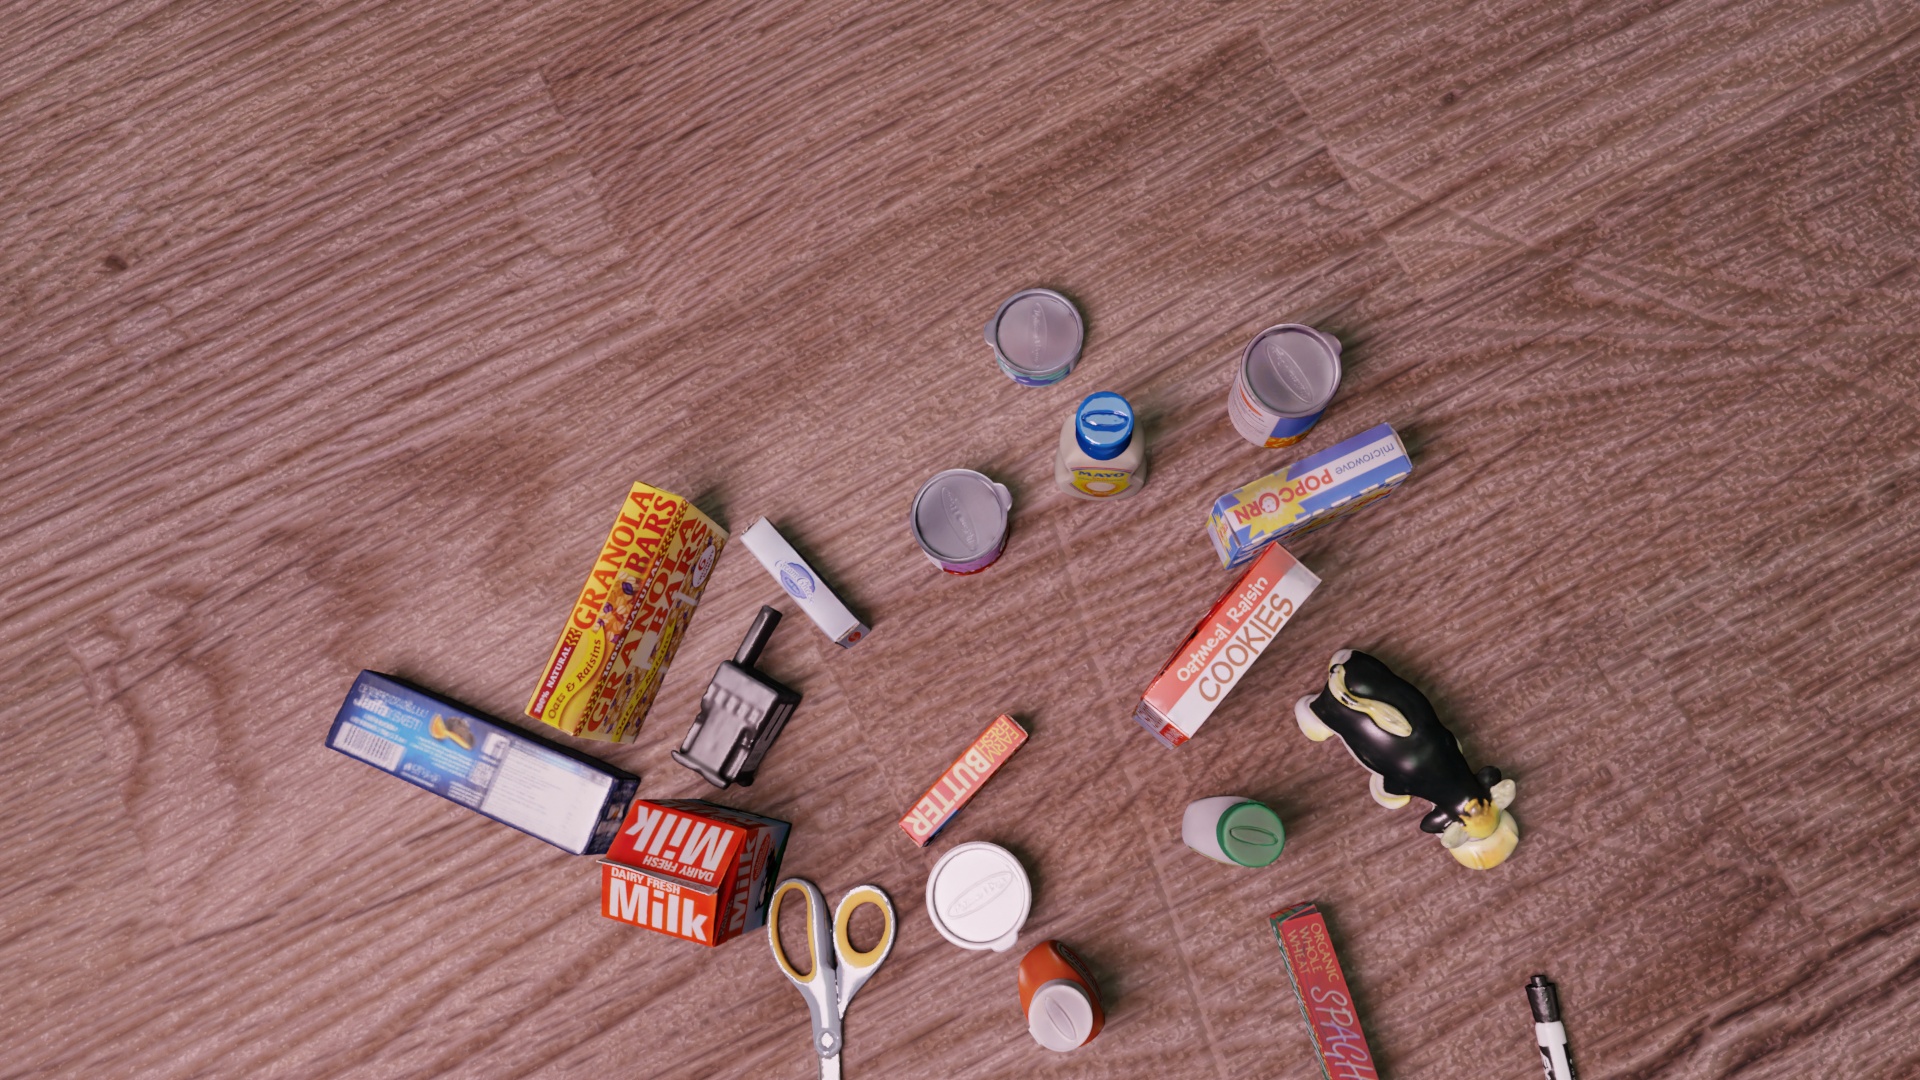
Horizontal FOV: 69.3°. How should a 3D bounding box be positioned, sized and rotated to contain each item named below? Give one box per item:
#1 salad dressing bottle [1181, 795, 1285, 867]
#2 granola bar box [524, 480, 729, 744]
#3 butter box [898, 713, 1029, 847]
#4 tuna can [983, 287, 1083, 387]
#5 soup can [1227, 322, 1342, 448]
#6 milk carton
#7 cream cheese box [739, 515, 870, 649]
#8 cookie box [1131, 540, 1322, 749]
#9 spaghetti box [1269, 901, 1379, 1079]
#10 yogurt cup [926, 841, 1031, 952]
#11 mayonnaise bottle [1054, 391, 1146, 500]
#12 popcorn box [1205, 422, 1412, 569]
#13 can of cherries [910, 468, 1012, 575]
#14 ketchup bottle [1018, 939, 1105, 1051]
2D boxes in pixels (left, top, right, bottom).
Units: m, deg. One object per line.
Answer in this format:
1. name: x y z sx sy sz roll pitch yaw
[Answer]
1. salad dressing bottle: 0.174 0.182 0.869 0.064 0.147 0.044 9 80 6
2. granola bar box: -0.221 0.052 0.938 0.039 0.124 0.166 22 81 8
3. butter box: 0.003 0.161 0.935 0.024 0.053 0.103 43 85 11
4. tuna can: 0.053 -0.146 1.003 0.071 0.033 0.071 -1 79 4
5. soup can: 0.223 -0.106 0.955 0.071 0.083 0.071 -1 79 4
6. milk carton: -0.165 0.205 0.869 0.072 0.190 0.073 13 81 7
7. cream cheese box: -0.108 0.031 0.969 0.024 0.053 0.104 -43 79 -4
8. cookie box: 0.163 0.071 0.882 0.040 0.167 0.123 40 85 10
9. spaghetti box: 0.252 0.355 0.878 0.029 0.050 0.250 -18 78 1
10. yogurt cup: 0.013 0.233 0.919 0.072 0.054 0.072 -1 79 4
11. mayonnaise bottle: 0.094 -0.061 0.924 0.065 0.148 0.041 3 80 5
12. popcorn box: 0.233 -0.028 0.938 0.127 0.085 0.038 -24 78 0
13. can of cherries: 0.003 -0.012 0.967 0.071 0.058 0.071 -1 79 4
14. ketchup bottle: 0.062 0.285 0.856 0.043 0.148 0.065 -37 79 -3
